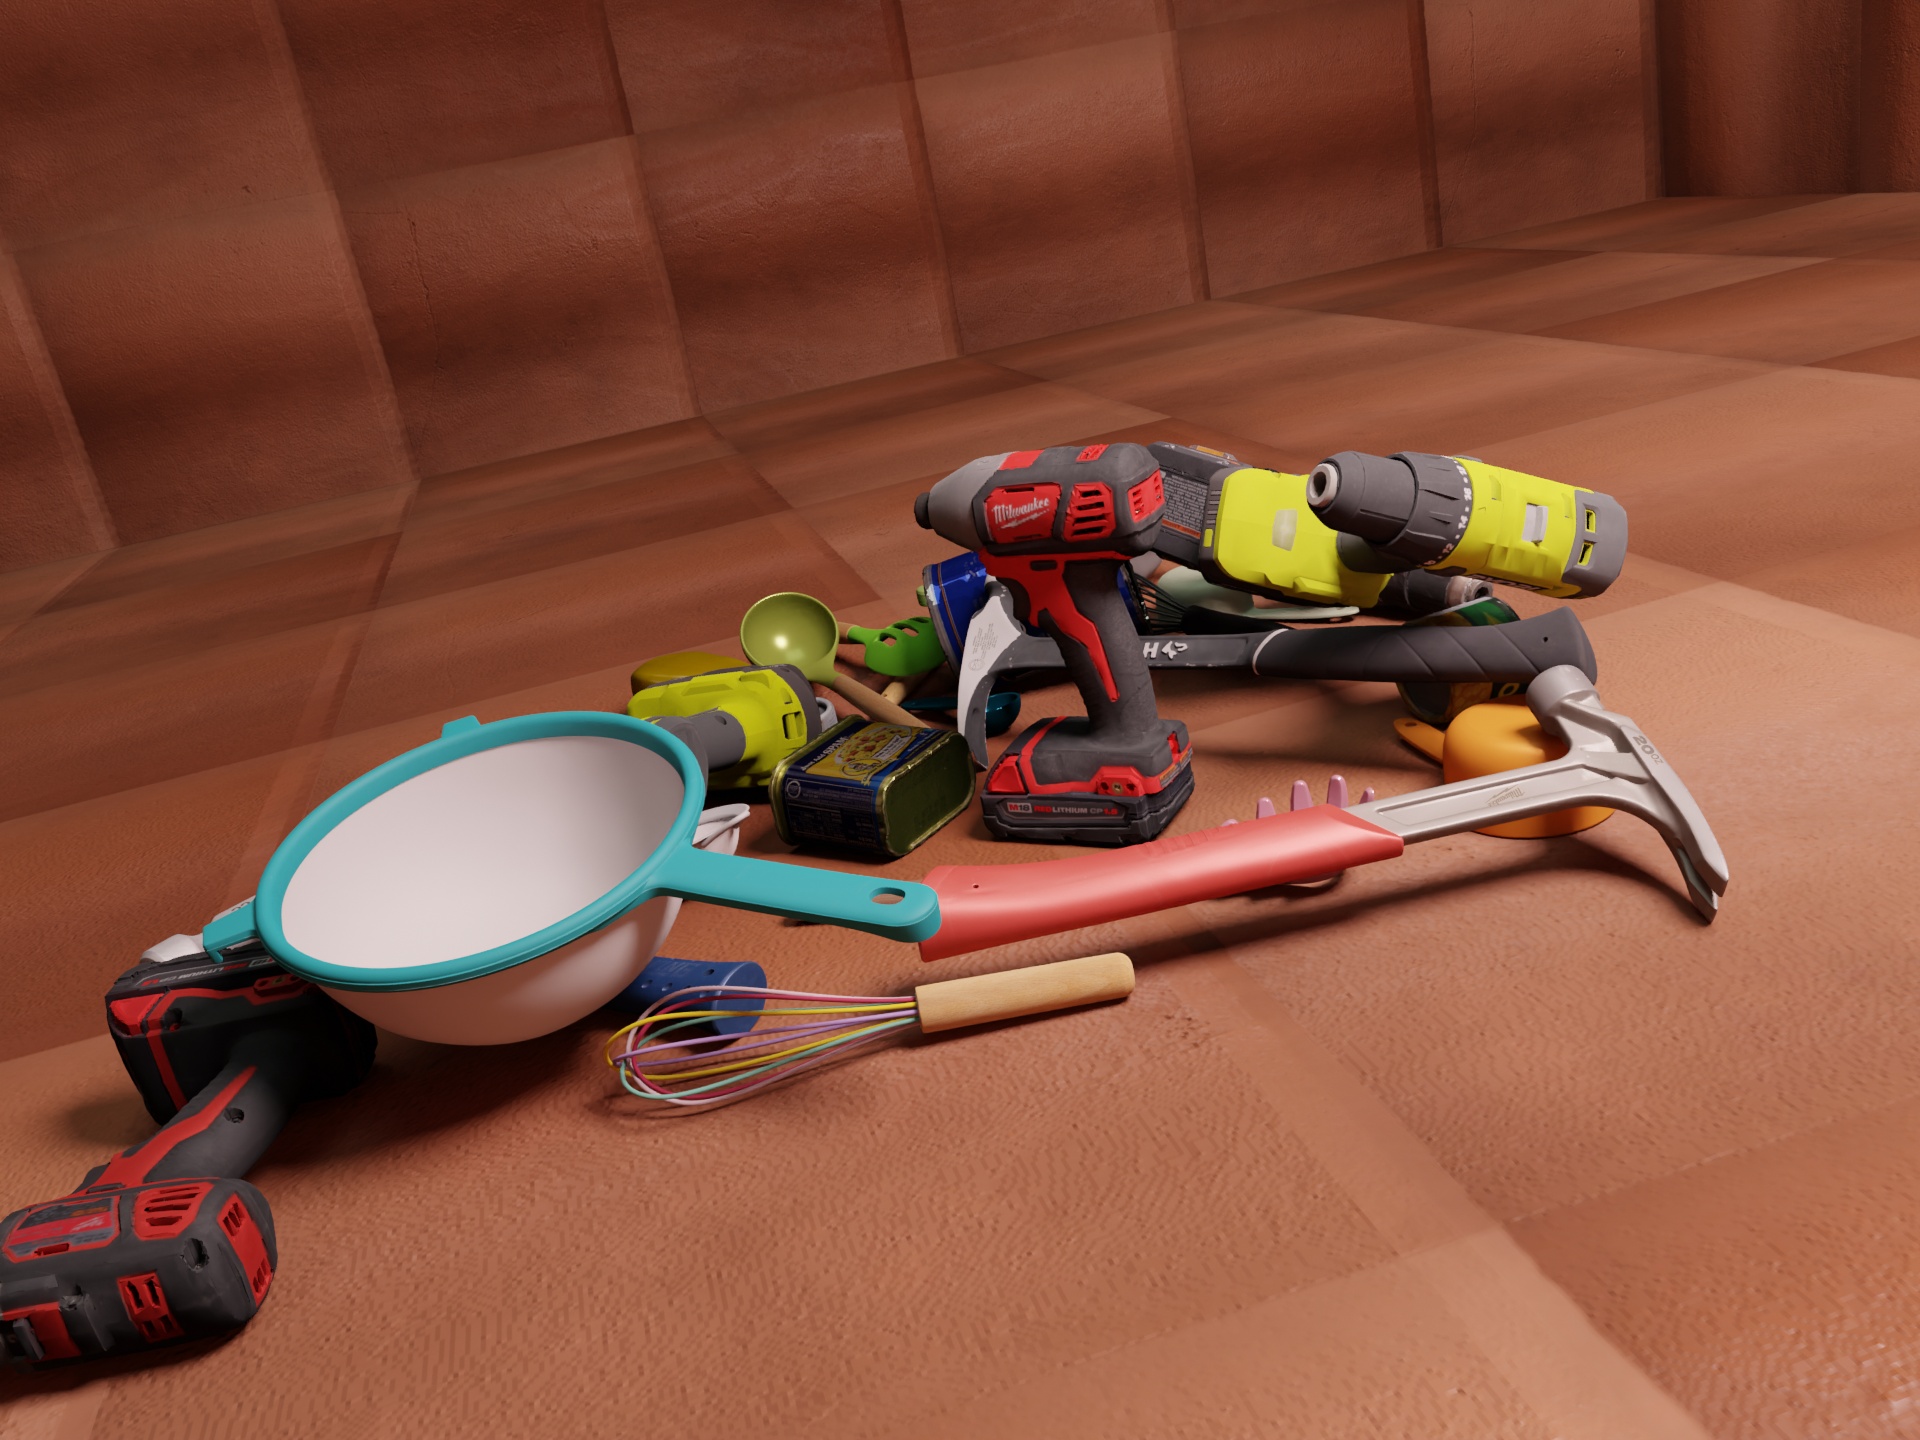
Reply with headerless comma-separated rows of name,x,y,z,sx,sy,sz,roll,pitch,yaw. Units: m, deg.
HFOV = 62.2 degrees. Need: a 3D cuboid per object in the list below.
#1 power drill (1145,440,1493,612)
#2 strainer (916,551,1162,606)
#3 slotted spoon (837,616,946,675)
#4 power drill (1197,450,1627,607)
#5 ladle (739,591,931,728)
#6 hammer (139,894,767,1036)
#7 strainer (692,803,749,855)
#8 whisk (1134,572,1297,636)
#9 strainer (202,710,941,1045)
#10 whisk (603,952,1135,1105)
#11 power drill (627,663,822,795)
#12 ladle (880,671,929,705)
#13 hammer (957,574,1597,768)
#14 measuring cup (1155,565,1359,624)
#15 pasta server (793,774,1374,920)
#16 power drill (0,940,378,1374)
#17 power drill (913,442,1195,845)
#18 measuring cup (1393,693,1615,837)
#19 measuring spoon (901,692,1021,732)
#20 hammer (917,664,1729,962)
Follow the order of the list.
power drill,0.249,-0.125,1.128,0.226,0.084,0.185,10,14,-35
strainer,0.073,-0.118,1.309,0.256,0.069,0.152,-24,26,-30
slotted spoon,-0.100,-0.071,1.305,0.070,0.031,0.314,-35,22,-23
power drill,0.237,-0.113,0.927,0.190,0.080,0.228,8,0,-24
ladle,-0.079,-0.030,1.144,0.078,0.062,0.320,-23,25,-20
hammer,-0.274,0.127,0.880,0.405,0.035,0.144,2,24,32
strainer,-0.213,0.077,0.979,0.258,0.050,0.087,-1,20,40
whisk,0.169,-0.071,1.170,0.055,0.055,0.239,-25,29,-33
strainer,-0.159,0.094,0.742,0.340,0.095,0.211,6,35,24
whisk,-0.041,0.135,0.727,0.245,0.047,0.051,-9,19,-4
power drill,-0.199,0.020,0.989,0.171,0.080,0.223,-6,6,23
ladle,-0.008,-0.071,1.289,0.069,0.031,0.315,-10,21,25
hammer,0.165,-0.037,0.941,0.409,0.036,0.149,2,64,38
measuring cup,0.224,-0.098,1.214,0.168,0.038,0.083,3,24,40
pasta server,0.058,0.077,0.836,0.316,0.040,0.060,-8,29,13
power drill,-0.373,0.194,0.702,0.188,0.080,0.227,-11,23,2
power drill,0.053,-0.045,0.900,0.143,0.219,0.078,1,23,29
measuring cup,0.287,0.007,0.877,0.095,0.052,0.174,-16,22,-12
measuring spoon,-0.002,-0.004,1.126,0.042,0.021,0.129,-26,15,-32
hammer,0.156,0.066,0.740,0.359,0.036,0.149,-12,44,-3
